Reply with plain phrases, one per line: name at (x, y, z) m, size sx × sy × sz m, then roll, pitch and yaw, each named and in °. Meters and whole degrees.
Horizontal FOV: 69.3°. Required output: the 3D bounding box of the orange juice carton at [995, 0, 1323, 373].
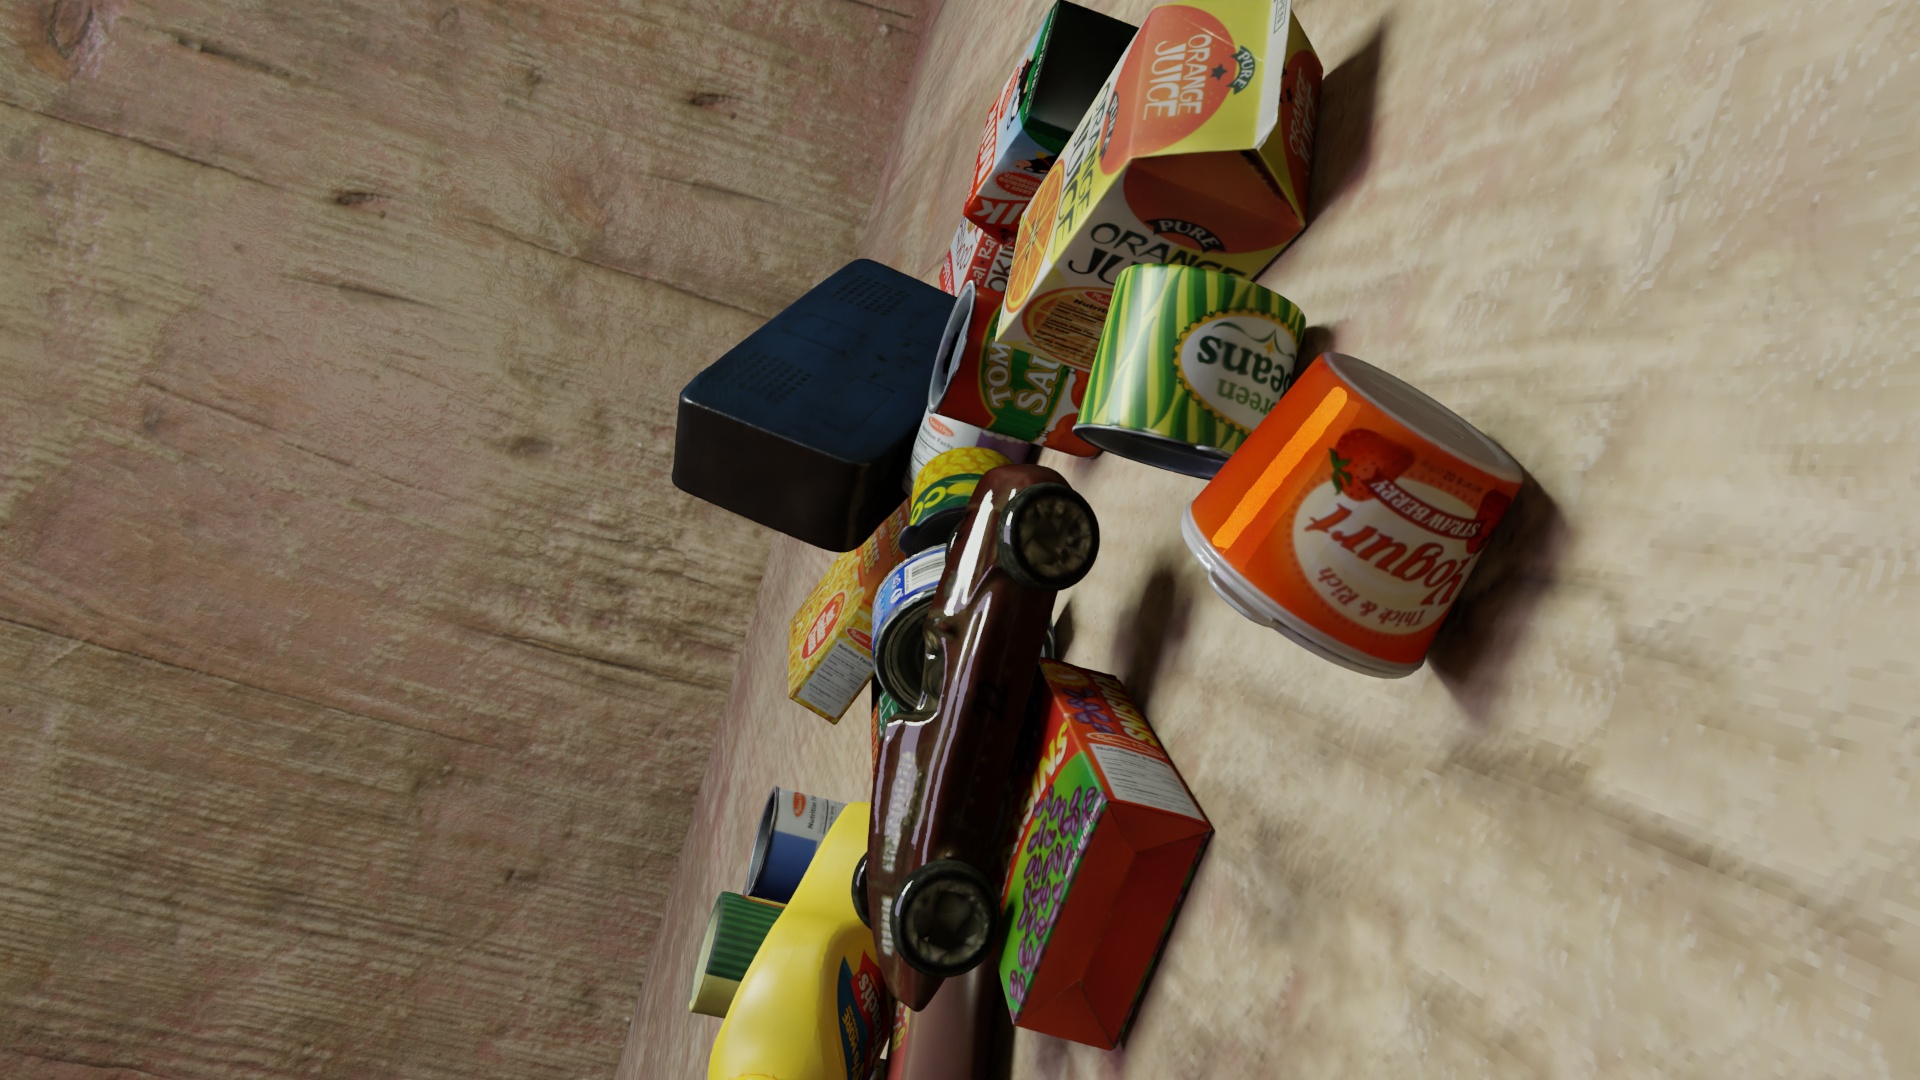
orange juice carton at (0.082, -0.138, 0.550) m, size 0.192 × 0.073 × 0.072 m, roll 133°, pitch 151°, yaw -65°

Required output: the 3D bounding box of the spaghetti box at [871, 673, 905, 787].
spaghetti box at (-0.036, 0.110, 0.874) m, size 0.251 × 0.029 × 0.050 m, roll -99°, pitch 28°, yaw -65°

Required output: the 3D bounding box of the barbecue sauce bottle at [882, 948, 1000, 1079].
barbecue sauce bottle at (-0.005, 0.182, 0.585) m, size 0.064 × 0.044 × 0.149 m, roll 103°, pitch 177°, yaw -53°

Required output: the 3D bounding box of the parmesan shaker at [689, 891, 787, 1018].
parmesan shaker at (-0.090, 0.235, 0.766) m, size 0.071 × 0.103 × 0.071 m, roll -161°, pitch 88°, yaw -79°

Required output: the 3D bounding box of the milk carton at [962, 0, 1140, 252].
milk carton at (0.054, -0.228, 0.809) m, size 0.190 × 0.073 × 0.072 m, roll 157°, pitch 128°, yaw -76°

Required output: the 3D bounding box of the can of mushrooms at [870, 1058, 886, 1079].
can of mushrooms at (-0.034, 0.271, 0.628) m, size 0.071 × 0.033 × 0.071 m, roll -161°, pitch 88°, yaw -79°

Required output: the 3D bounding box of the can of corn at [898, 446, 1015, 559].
can of corn at (0.003, -0.009, 0.752) m, size 0.058 × 0.071 × 0.070 m, roll -88°, pitch 18°, yaw -53°

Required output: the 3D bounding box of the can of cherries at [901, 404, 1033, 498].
can of cherries at (0.007, -0.048, 0.812) m, size 0.072 × 0.071 × 0.058 m, roll -105°, pitch 32°, yaw -69°

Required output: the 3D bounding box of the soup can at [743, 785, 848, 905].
soup can at (-0.081, 0.192, 0.834) m, size 0.071 × 0.084 × 0.071 m, roll -162°, pitch 88°, yaw -79°

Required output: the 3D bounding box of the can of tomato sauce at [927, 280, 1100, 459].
can of tomato sauce at (0.034, -0.082, 0.672) m, size 0.071 × 0.083 × 0.071 m, roll -162°, pitch 88°, yaw -79°

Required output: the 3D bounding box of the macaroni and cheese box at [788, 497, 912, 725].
macaroni and cheese box at (-0.053, 0.025, 0.932) m, size 0.166 × 0.040 × 0.124 m, roll -52°, pitch 18°, yaw 13°

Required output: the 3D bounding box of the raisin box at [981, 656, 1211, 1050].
raisin box at (0.040, 0.104, 0.492) m, size 0.124 × 0.040 × 0.086 m, roll -115°, pitch 43°, yaw -72°

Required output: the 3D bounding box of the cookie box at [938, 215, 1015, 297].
cookie box at (0.031, -0.242, 1.027) m, size 0.123 × 0.040 × 0.166 m, roll -94°, pitch 24°, yaw -61°

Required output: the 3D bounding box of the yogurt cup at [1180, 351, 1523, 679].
yogurt cup at (0.095, -0.009, 0.331) m, size 0.053 × 0.072 × 0.073 m, roll -60°, pitch 16°, yaw 23°

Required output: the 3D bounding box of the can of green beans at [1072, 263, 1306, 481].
can of green beans at (0.078, -0.055, 0.470) m, size 0.071 × 0.071 × 0.058 m, roll -177°, pitch 104°, yaw -78°
